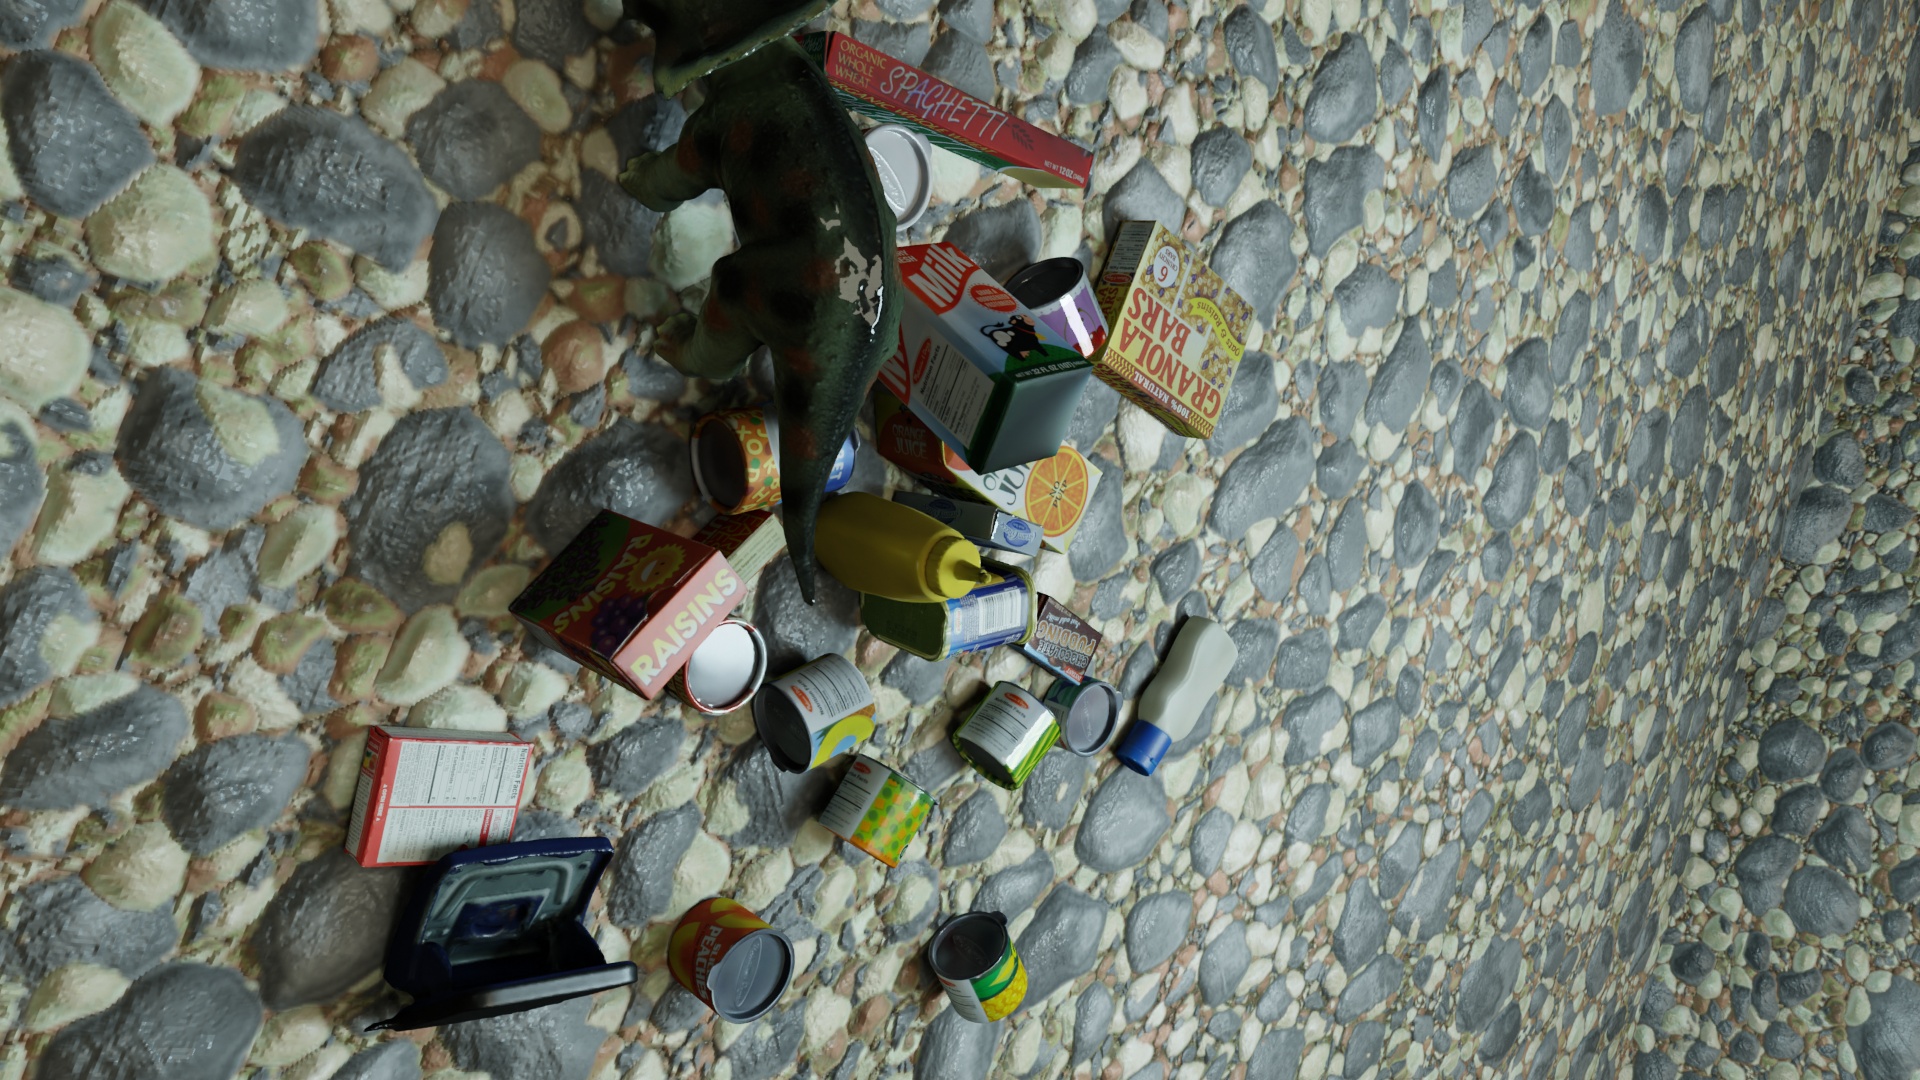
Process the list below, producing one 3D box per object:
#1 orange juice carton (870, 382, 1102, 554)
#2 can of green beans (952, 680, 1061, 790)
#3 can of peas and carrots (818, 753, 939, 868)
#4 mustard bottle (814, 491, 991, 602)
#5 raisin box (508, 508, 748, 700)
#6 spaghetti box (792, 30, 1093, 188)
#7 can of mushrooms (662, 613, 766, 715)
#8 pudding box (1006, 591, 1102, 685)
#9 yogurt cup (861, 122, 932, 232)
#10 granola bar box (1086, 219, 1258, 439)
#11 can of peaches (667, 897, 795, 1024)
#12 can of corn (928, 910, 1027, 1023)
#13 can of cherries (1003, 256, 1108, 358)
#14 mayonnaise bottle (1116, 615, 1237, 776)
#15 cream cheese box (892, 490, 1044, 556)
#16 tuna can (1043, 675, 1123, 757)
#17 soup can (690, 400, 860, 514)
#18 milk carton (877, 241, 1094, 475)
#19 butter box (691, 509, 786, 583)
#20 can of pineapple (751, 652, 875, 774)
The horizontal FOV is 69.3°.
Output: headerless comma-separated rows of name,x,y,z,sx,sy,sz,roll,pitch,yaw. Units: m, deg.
orange juice carton,0.013,-0.065,1.001,0.192,0.072,0.073,35,76,-44
can of green beans,0.036,0.153,1.084,0.058,0.071,0.071,-48,129,-23
can of peas and carrots,-0.059,0.197,1.004,0.070,0.071,0.059,45,71,-41
mustard bottle,-0.034,0.010,0.914,0.049,0.160,0.065,-40,127,-31
raisin box,-0.191,0.033,0.795,0.086,0.123,0.040,-49,130,-22
spaghetti box,-0.010,-0.285,0.937,0.250,0.050,0.028,8,94,-44
can of mushrooms,-0.162,0.078,0.898,0.071,0.033,0.070,-15,111,-41
pudding box,0.074,0.079,1.127,0.083,0.030,0.050,37,76,-43
yogurt cup,-0.060,-0.235,0.899,0.072,0.054,0.072,-13,110,-41
granola bar box,0.171,-0.171,1.148,0.165,0.039,0.124,28,81,-44
can of peaches,-0.157,0.283,0.939,0.071,0.058,0.071,-14,111,-40
can of corn,0.017,0.341,1.115,0.071,0.071,0.058,-41,127,-29
can of cherries,0.068,-0.167,1.034,0.072,0.071,0.058,-48,130,-24
mayonnaise bottle,0.193,0.142,1.252,0.148,0.041,0.064,-54,130,-18
cream cheese box,0.004,-0.012,0.984,0.053,0.104,0.024,19,84,-46
tuna can,0.102,0.145,1.169,0.071,0.033,0.071,-14,110,-41
soup can,-0.117,-0.056,0.879,0.084,0.071,0.071,-16,112,-40
milk carton,-0.011,-0.132,0.893,0.072,0.191,0.073,-18,142,-41
butter box,-0.159,0.020,0.872,0.104,0.053,0.024,-47,126,-25
can of pineapple,-0.100,0.118,0.946,0.058,0.071,0.070,-24,117,-38
